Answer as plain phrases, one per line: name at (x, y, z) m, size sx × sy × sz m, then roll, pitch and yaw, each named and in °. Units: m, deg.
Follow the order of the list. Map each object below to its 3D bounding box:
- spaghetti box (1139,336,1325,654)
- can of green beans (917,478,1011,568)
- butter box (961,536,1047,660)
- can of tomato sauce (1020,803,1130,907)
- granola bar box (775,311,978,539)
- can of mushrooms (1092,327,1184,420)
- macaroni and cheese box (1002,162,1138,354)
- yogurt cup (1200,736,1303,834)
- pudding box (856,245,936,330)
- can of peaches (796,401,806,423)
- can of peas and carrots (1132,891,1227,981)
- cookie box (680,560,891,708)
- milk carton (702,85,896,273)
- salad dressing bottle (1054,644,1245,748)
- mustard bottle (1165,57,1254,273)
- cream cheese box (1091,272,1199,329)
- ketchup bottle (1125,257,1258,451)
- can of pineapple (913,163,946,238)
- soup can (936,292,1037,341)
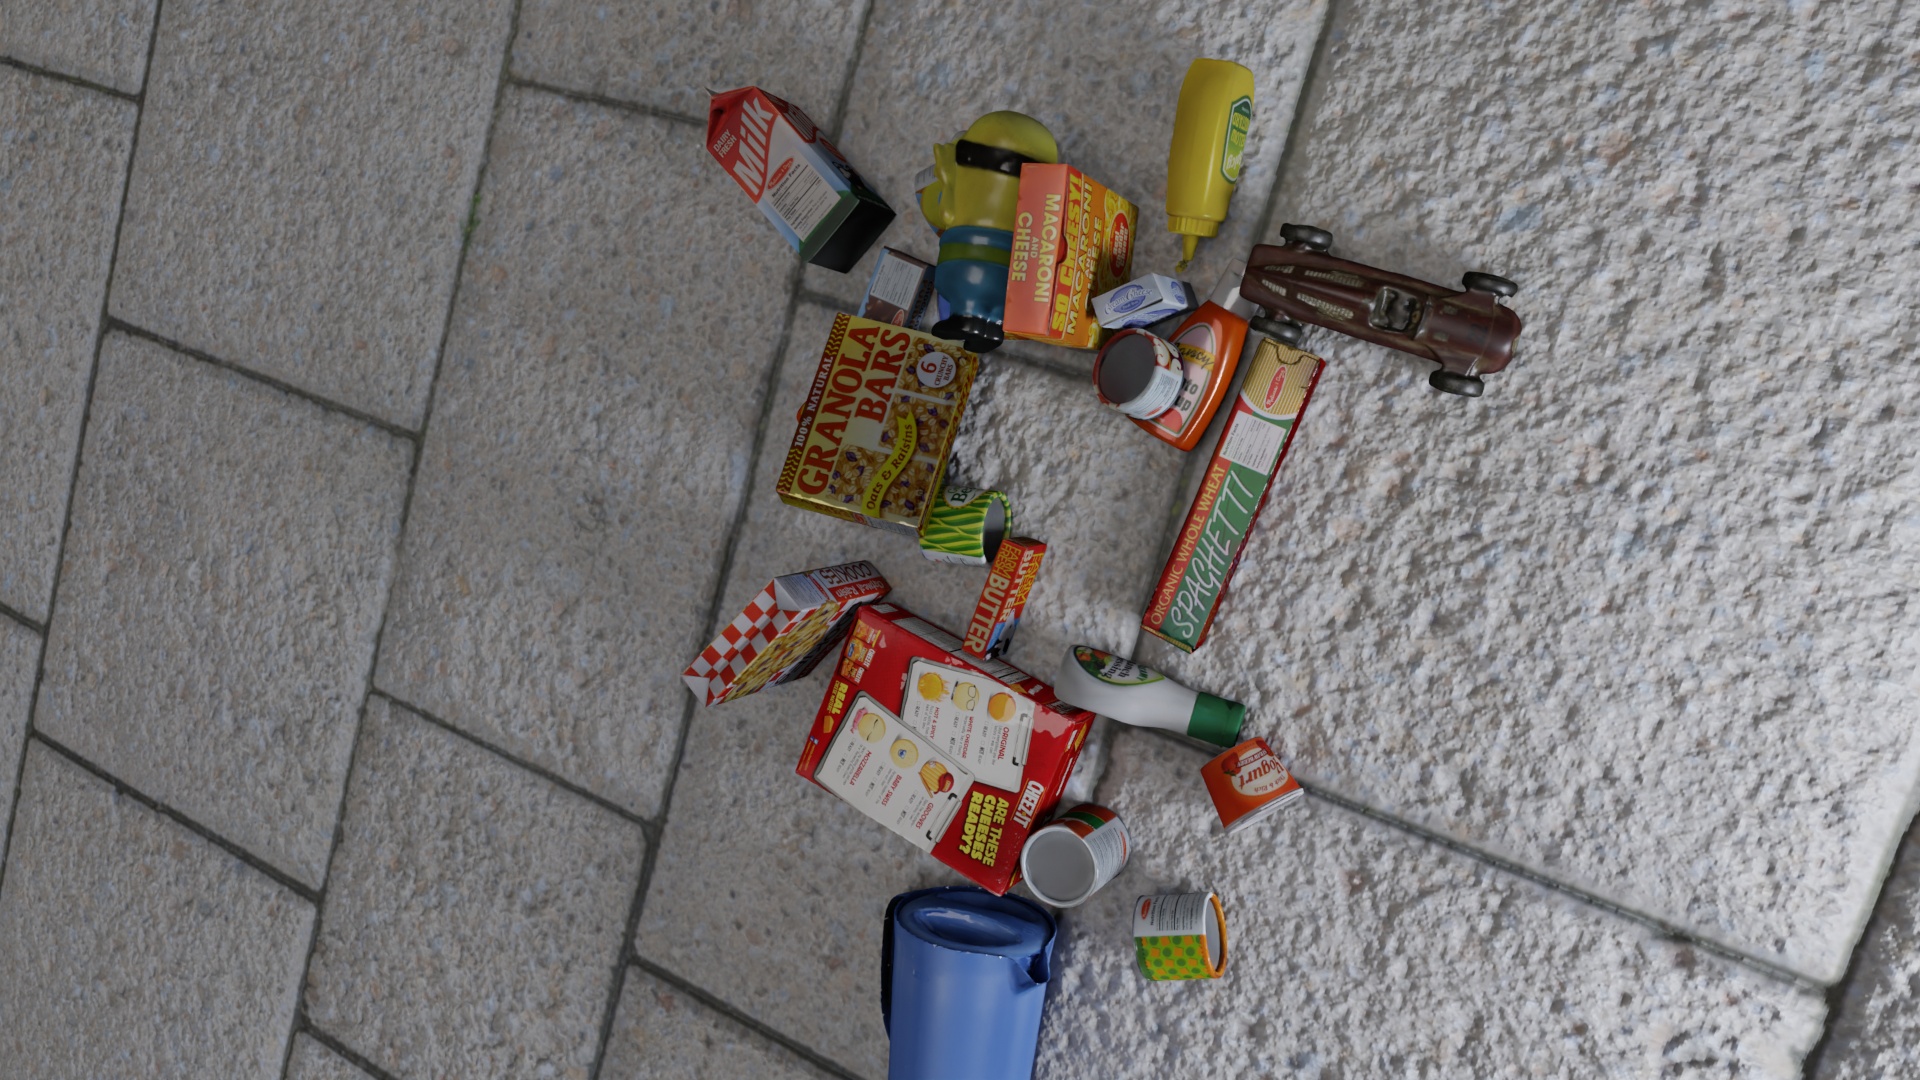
spaghetti box at (0.211, -0.034, 1.086) m, size 0.050 × 0.029 × 0.249 m, roll 26°, pitch 102°, yaw 22°
can of green beans at (0.004, -0.012, 1.160) m, size 0.058 × 0.071 × 0.071 m, roll 8°, pitch 95°, yaw 24°
butter box at (0.037, 0.047, 1.154) m, size 0.024 × 0.053 × 0.103 m, roll 24°, pitch 101°, yaw 20°
can of tomato sauce at (0.091, 0.253, 1.117) m, size 0.071 × 0.083 × 0.071 m, roll 1°, pitch 92°, yaw 24°
granola bar box at (-0.067, -0.095, 1.145) m, size 0.124 × 0.039 × 0.166 m, roll 14°, pitch 74°, yaw 9°
can of mushrooms at (0.136, -0.130, 1.075) m, size 0.071 × 0.033 × 0.071 m, roll -15°, pitch 68°, yaw 42°
macaroni and cheese box at (0.088, -0.211, 1.062) m, size 0.040 × 0.167 × 0.123 m, roll 9°, pitch 95°, yaw 23°
yogurt cup at (0.221, 0.187, 1.068) m, size 0.072 × 0.072 × 0.054 m, roll -36°, pitch 69°, yaw 21°
pudding box at (-0.057, -0.207, 1.203) m, size 0.050 × 0.030 × 0.083 m, roll 26°, pitch 102°, yaw 21°
can of peaches at (-0.102, -0.099, 1.204) m, size 0.071 × 0.071 × 0.058 m, roll -36°, pitch 76°, yaw 21°
can of peas and carrots at (0.174, 0.313, 1.092) m, size 0.058 × 0.071 × 0.071 m, roll -10°, pitch 87°, yaw 24°
cookie box at (-0.144, 0.075, 1.175) m, size 0.122 × 0.168 × 0.040 m, roll -45°, pitch 77°, yaw 19°
milk carton at (-0.152, -0.329, 1.221) m, size 0.073 × 0.072 × 0.191 m, roll -46°, pitch 75°, yaw 19°
salad dressing bottle at (0.150, 0.125, 1.103) m, size 0.148 × 0.064 × 0.043 m, roll 17°, pitch 110°, yaw 15°
mustard bottle at (0.189, -0.286, 1.074) m, size 0.049 × 0.065 × 0.159 m, roll 15°, pitch 103°, yaw 29°
cream cheese box at (0.144, -0.182, 1.072) m, size 0.053 × 0.104 × 0.024 m, roll -20°, pitch 87°, yaw 25°
ketchup bottle at (0.190, -0.147, 1.085) m, size 0.065 × 0.043 × 0.148 m, roll 36°, pitch 105°, yaw 27°
can of pineapple at (0.003, -0.287, 1.155) m, size 0.057 × 0.071 × 0.071 m, roll -22°, pitch 82°, yaw 24°
soup can at (0.031, -0.199, 1.142) m, size 0.084 × 0.071 × 0.071 m, roll 4°, pitch 93°, yaw 24°
